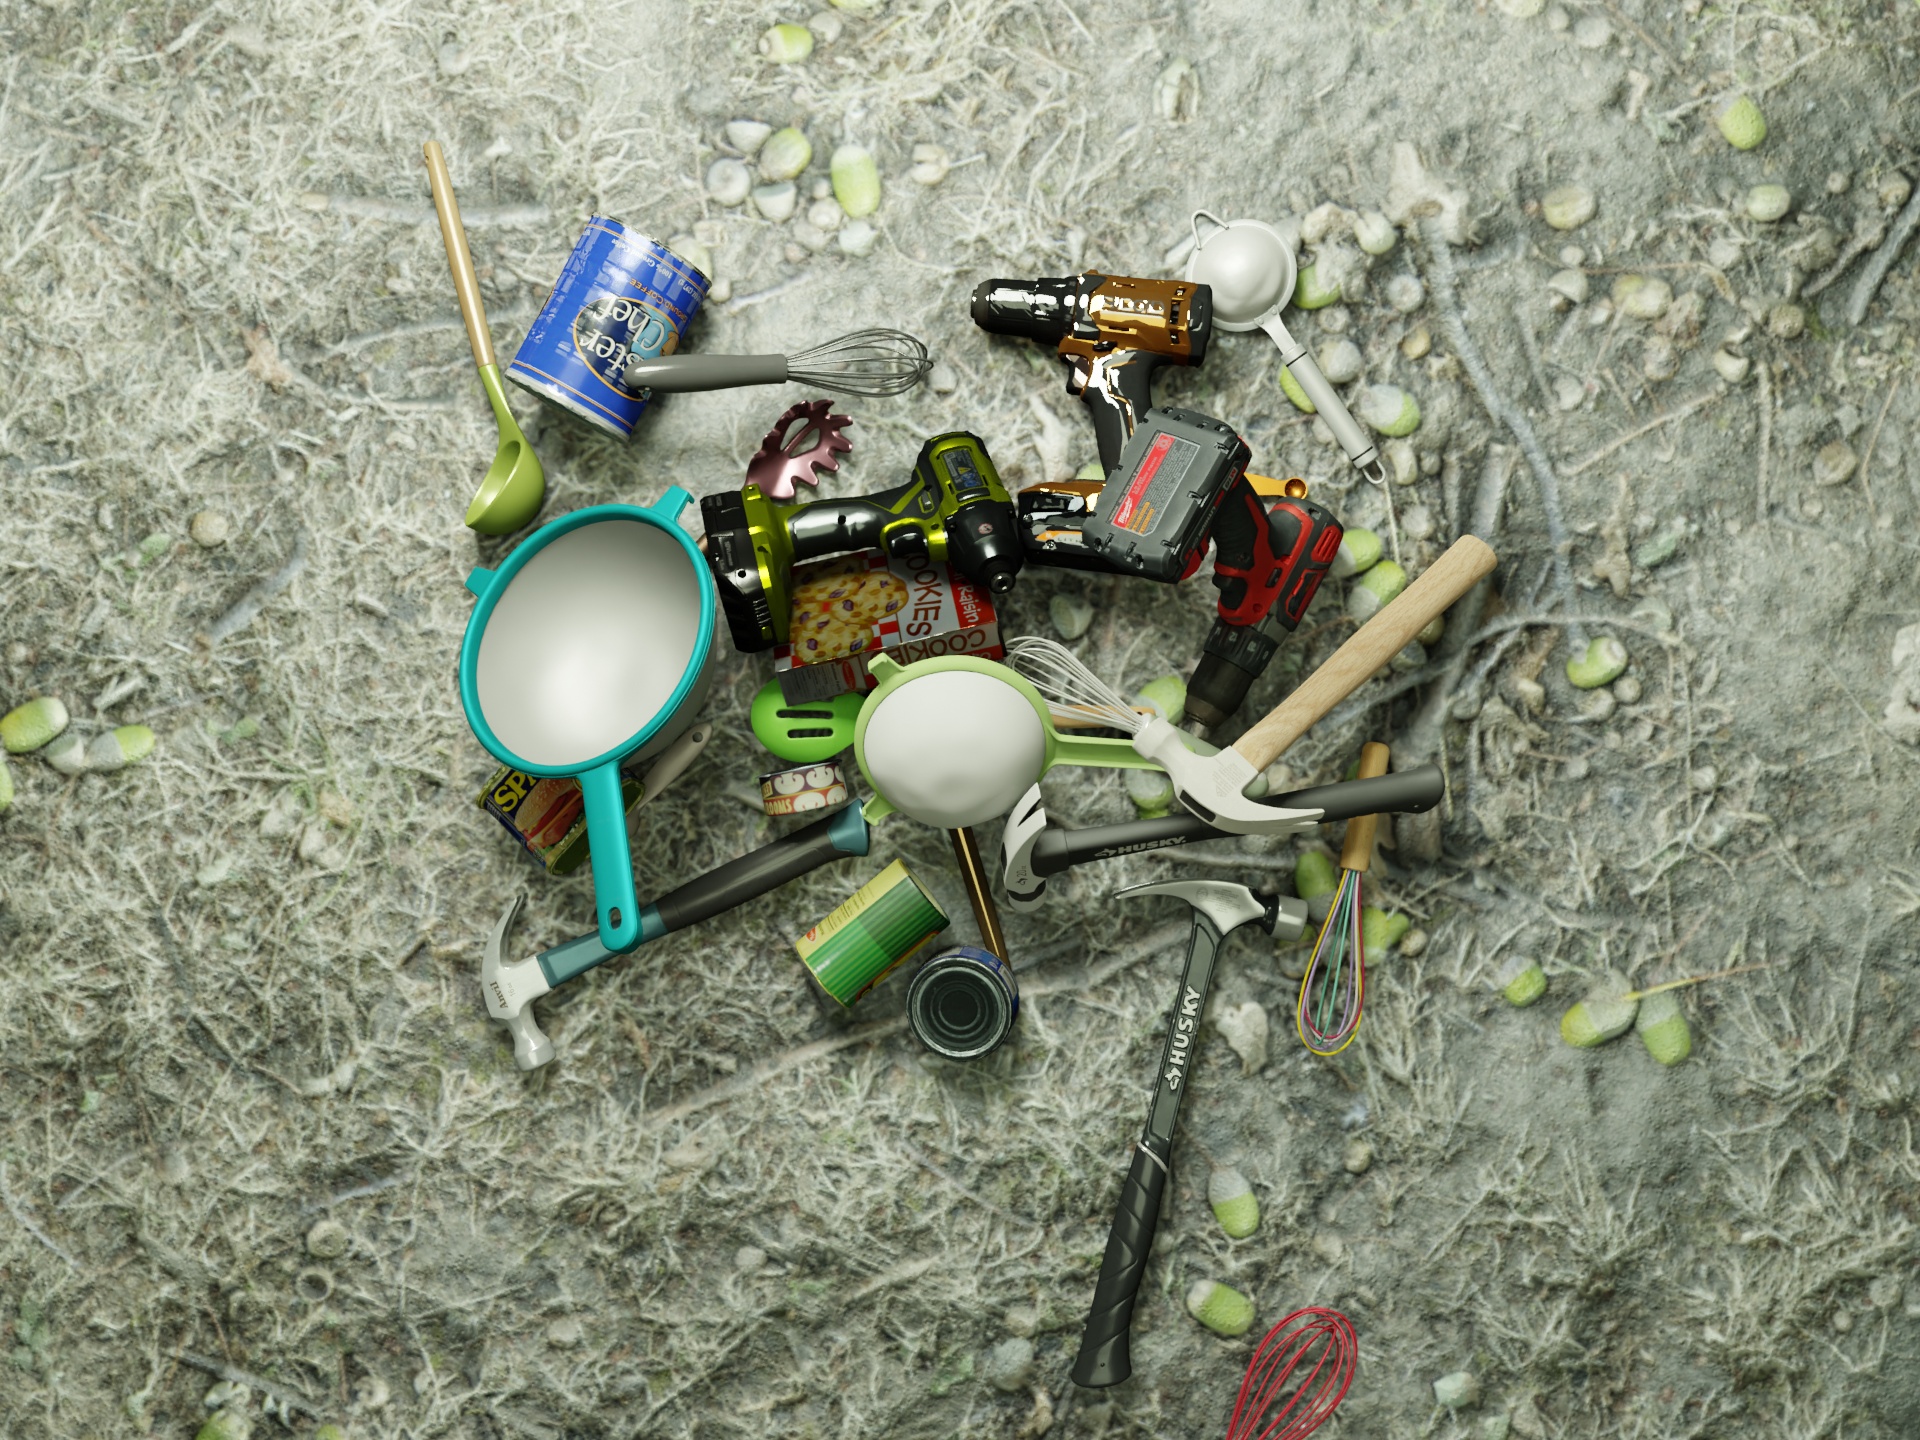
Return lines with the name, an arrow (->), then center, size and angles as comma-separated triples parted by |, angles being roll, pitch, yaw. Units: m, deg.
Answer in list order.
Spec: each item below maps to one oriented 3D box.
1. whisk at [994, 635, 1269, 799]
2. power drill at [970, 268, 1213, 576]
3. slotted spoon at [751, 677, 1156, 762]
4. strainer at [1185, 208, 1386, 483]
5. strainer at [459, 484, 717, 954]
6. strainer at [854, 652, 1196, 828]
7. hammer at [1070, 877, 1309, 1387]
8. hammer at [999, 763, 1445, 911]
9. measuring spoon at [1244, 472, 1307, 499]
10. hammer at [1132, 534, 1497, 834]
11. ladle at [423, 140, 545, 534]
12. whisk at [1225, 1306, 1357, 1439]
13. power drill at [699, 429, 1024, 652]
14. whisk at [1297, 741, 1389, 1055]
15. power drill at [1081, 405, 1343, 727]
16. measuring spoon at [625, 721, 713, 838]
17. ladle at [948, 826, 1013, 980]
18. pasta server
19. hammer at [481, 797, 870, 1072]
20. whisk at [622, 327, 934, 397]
whisk -> 0.131, 0.002, 1.215 | 0.246, 0.058, 0.059 | 26, 117, -13
power drill -> 0.090, -0.233, 1.218 | 0.185, 0.084, 0.226 | 7, 86, 4
slotted spoon -> -0.002, -0.004, 1.219 | 0.313, 0.031, 0.070 | 0, 85, -11
strainer -> 0.256, -0.291, 1.236 | 0.087, 0.050, 0.258 | -35, 93, 16
strainer -> -0.242, 0.011, 1.143 | 0.211, 0.095, 0.341 | -19, 65, 15
strainer -> 0.049, 0.035, 1.166 | 0.256, 0.069, 0.151 | 3, 124, -2
hammer -> 0.149, 0.319, 1.237 | 0.149, 0.036, 0.409 | 14, 90, 2
hammer -> 0.195, 0.073, 1.188 | 0.335, 0.146, 0.035 | -10, 58, -1
measuring spoon -> 0.214, -0.186, 1.251 | 0.117, 0.011, 0.021 | 7, 90, 4
hammer -> 0.287, -0.034, 1.179 | 0.331, 0.031, 0.130 | -38, 73, -21
ladle -> -0.385, -0.299, 1.234 | 0.062, 0.078, 0.320 | -11, 84, -43
whisk -> 0.210, 0.576, 1.227 | 0.073, 0.073, 0.296 | 34, 96, 0
power drill -> -0.069, -0.130, 1.170 | 0.223, 0.171, 0.080 | -14, 132, -4
whisk -> 0.303, 0.138, 1.233 | 0.047, 0.051, 0.245 | 11, 84, 17
power drill -> 0.183, -0.105, 1.160 | 0.080, 0.226, 0.188 | 29, 90, 40
measuring spoon -> -0.240, 0.047, 1.249 | 0.034, 0.018, 0.124 | 44, 90, 1
ladle -> -0.010, 0.059, 1.244 | 0.069, 0.031, 0.315 | -17, 91, 0
pasta server -> -0.203, -0.128, 1.239 | 0.316, 0.040, 0.060 | -47, 117, 2
hammer -> -0.219, 0.149, 1.242 | 0.331, 0.033, 0.128 | -25, 91, 0
whisk -> -0.134, -0.265, 1.200 | 0.239, 0.055, 0.055 | -8, 90, -19
